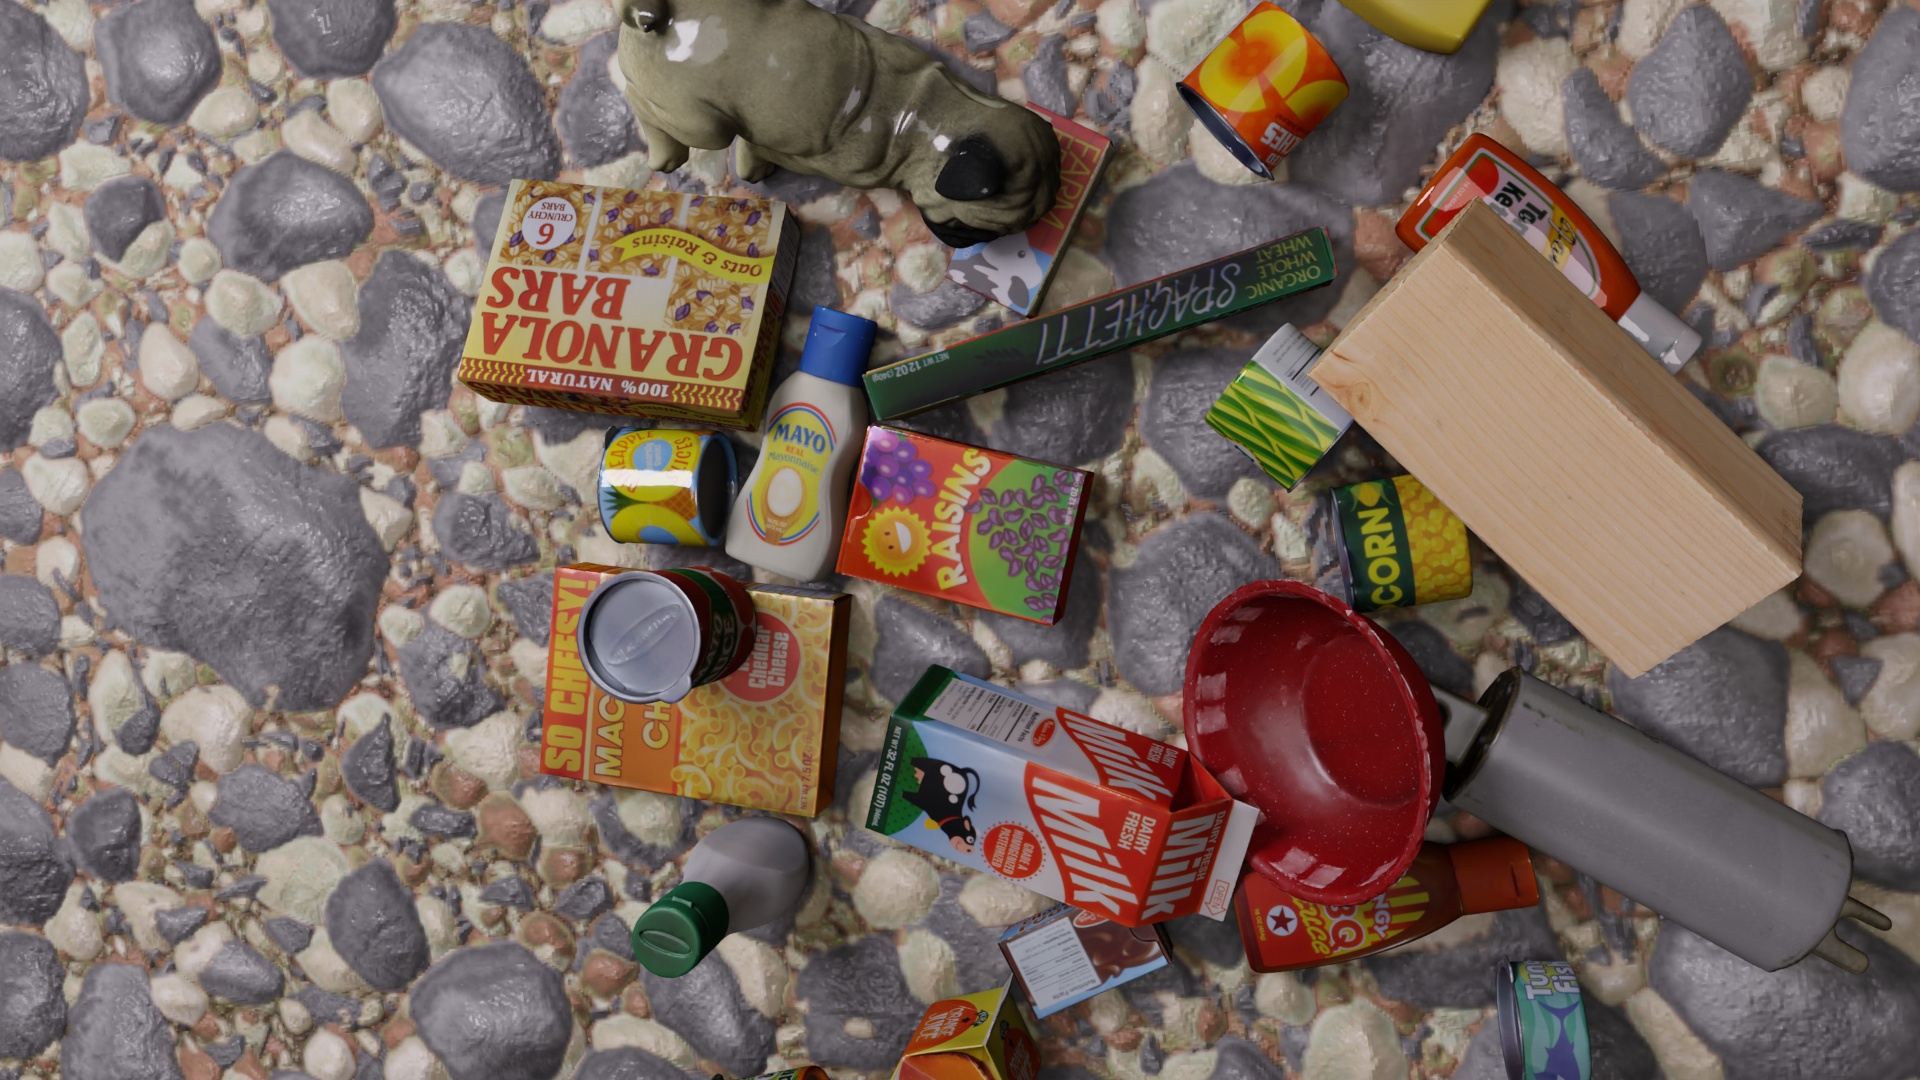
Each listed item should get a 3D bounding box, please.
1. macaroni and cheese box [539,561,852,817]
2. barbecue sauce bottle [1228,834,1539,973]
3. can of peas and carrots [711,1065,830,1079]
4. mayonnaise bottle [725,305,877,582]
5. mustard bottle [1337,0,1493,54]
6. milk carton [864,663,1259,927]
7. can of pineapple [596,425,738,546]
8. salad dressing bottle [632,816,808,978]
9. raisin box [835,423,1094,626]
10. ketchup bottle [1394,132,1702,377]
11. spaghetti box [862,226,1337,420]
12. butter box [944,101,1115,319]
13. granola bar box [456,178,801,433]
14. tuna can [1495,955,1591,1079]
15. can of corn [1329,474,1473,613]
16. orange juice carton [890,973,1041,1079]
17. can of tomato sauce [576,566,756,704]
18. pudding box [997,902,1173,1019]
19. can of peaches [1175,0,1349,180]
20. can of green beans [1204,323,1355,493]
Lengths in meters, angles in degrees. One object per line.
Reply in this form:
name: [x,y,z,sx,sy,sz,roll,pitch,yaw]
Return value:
macaroni and cheese box: [-0.151,0.083,0.794,0.166,0.040,0.123,6,94,11]
barbecue sauce bottle: [0.218,0.182,0.719,0.148,0.044,0.065,-12,90,12]
can of peas and carrots: [-0.105,0.333,0.787,0.058,0.071,0.071,-14,91,12]
mayonnaise bottle: [-0.083,-0.054,0.770,0.065,0.041,0.148,18,97,15]
mustard bottle: [0.194,-0.306,0.692,0.160,0.049,0.065,37,100,9]
milk carton: [0.055,0.138,0.729,0.191,0.074,0.072,17,111,12]
can of pineapple: [-0.163,-0.031,0.775,0.058,0.071,0.071,2,94,11]
salad dressing bottle: [-0.126,0.188,0.740,0.064,0.148,0.044,17,98,11]
raisin box: [0.003,-0.009,0.756,0.123,0.040,0.086,14,97,12]
ketchup bottle: [0.292,-0.132,0.684,0.149,0.043,0.064,40,107,7]
spaghetti box: [0.072,-0.112,0.729,0.250,0.050,0.028,-16,92,13]
butter box: [0.037,-0.177,0.746,0.053,0.024,0.103,27,99,9]
granola bar box: [-0.181,-0.131,0.772,0.165,0.039,0.124,8,76,12]
tuna can: [0.291,0.242,0.695,0.033,0.071,0.071,-4,93,11]
can of corn: [0.219,0.001,0.694,0.058,0.071,0.071,-10,92,12]
orange juice carton: [-0.015,0.331,0.764,0.073,0.072,0.192,26,99,9]
can of tomato sauce: [-0.150,0.048,0.728,0.071,0.083,0.071,0,91,11]
pudding box: [0.069,0.222,0.760,0.083,0.030,0.049,-28,86,12]
can of peaches: [0.153,-0.225,0.696,0.058,0.071,0.071,-44,84,11]
can of green beans: [0.166,-0.067,0.704,0.058,0.071,0.071,41,101,7]
